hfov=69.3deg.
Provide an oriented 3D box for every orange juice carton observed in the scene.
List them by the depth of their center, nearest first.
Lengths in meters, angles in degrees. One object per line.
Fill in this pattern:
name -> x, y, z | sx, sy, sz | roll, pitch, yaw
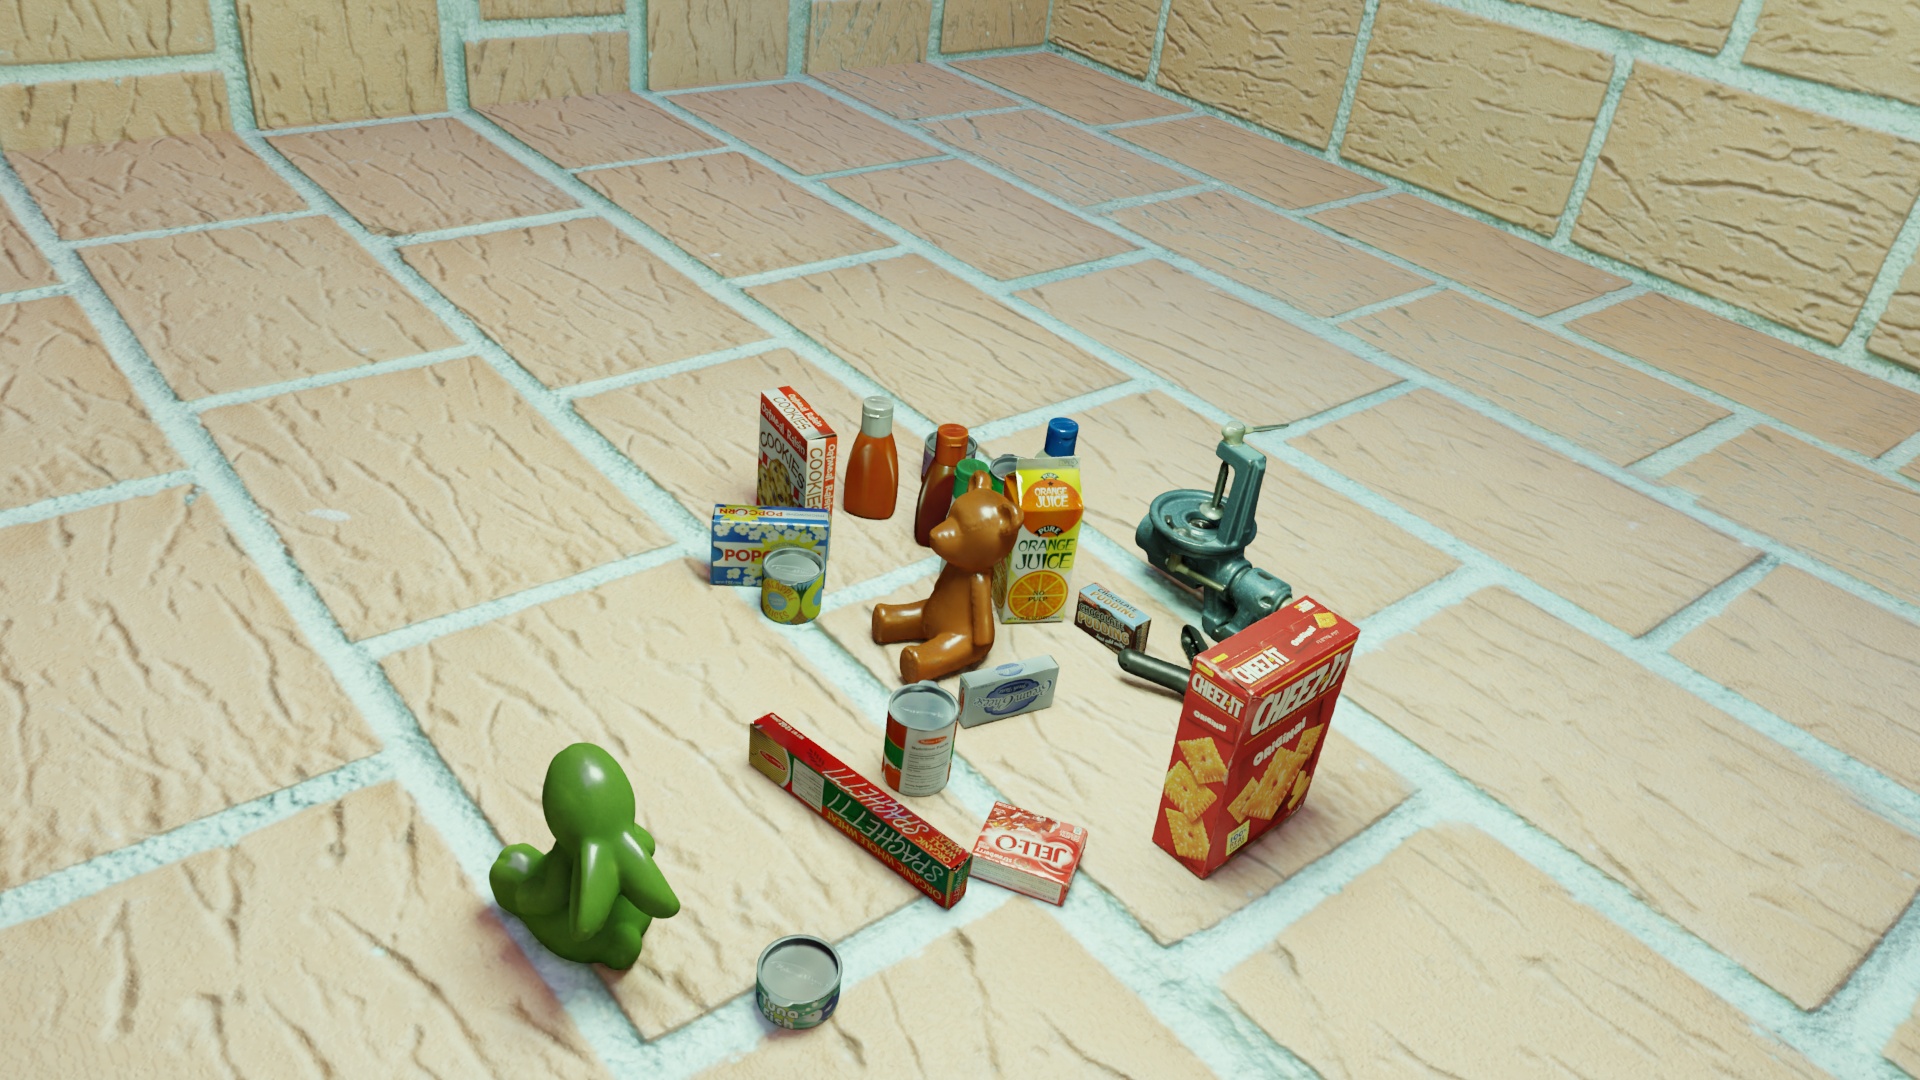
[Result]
orange juice carton -> 0.082, -0.007, 1.503 | 0.072, 0.191, 0.073 | -1, 34, -14

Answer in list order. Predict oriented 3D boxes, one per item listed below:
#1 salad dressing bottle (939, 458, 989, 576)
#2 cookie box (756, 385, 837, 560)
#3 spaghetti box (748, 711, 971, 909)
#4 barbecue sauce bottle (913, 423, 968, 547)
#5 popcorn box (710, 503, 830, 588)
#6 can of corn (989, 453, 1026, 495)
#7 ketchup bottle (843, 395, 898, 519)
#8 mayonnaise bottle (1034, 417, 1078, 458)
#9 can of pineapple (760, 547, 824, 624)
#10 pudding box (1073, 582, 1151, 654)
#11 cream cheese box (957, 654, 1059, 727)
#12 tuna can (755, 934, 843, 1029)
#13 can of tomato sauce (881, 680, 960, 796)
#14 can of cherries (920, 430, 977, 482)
salad dressing bottle -> 0.006, -0.019, 1.547 | 0.044, 0.146, 0.064 | 2, 33, -8
cookie box -> -0.186, -0.074, 1.573 | 0.040, 0.166, 0.123 | -13, 38, -29
spaghetti box -> -0.093, 0.235, 1.225 | 0.250, 0.050, 0.029 | 29, 39, 30
barbecue sauce bottle -> -0.016, -0.063, 1.608 | 0.065, 0.147, 0.044 | -2, 34, -14
popcorn box -> -0.208, 0.007, 1.520 | 0.127, 0.084, 0.038 | 3, 33, -8
can of corn -> 0.065, -0.065, 1.710 | 0.071, 0.058, 0.071 | 5, 33, -3
ketchup bottle -> -0.103, -0.098, 1.644 | 0.065, 0.148, 0.044 | 11, 33, 5
mayonnaise bottle -> 0.112, -0.074, 1.652 | 0.065, 0.147, 0.041 | -4, 34, -18
can of pineapple -> -0.181, 0.049, 1.485 | 0.071, 0.057, 0.071 | 5, 33, -3
pudding box -> 0.165, 0.087, 1.505 | 0.030, 0.049, 0.084 | -22, 43, -38
cream cheese box -> 0.046, 0.149, 1.382 | 0.104, 0.053, 0.024 | -11, 37, -26
tuna can -> -0.126, 0.342, 1.070 | 0.071, 0.032, 0.071 | 5, 33, -3
can of tomato sauce -> -0.038, 0.183, 1.285 | 0.071, 0.082, 0.071 | 5, 33, -3
can of cherries -> -0.015, -0.100, 1.747 | 0.071, 0.058, 0.072 | 5, 33, -3
